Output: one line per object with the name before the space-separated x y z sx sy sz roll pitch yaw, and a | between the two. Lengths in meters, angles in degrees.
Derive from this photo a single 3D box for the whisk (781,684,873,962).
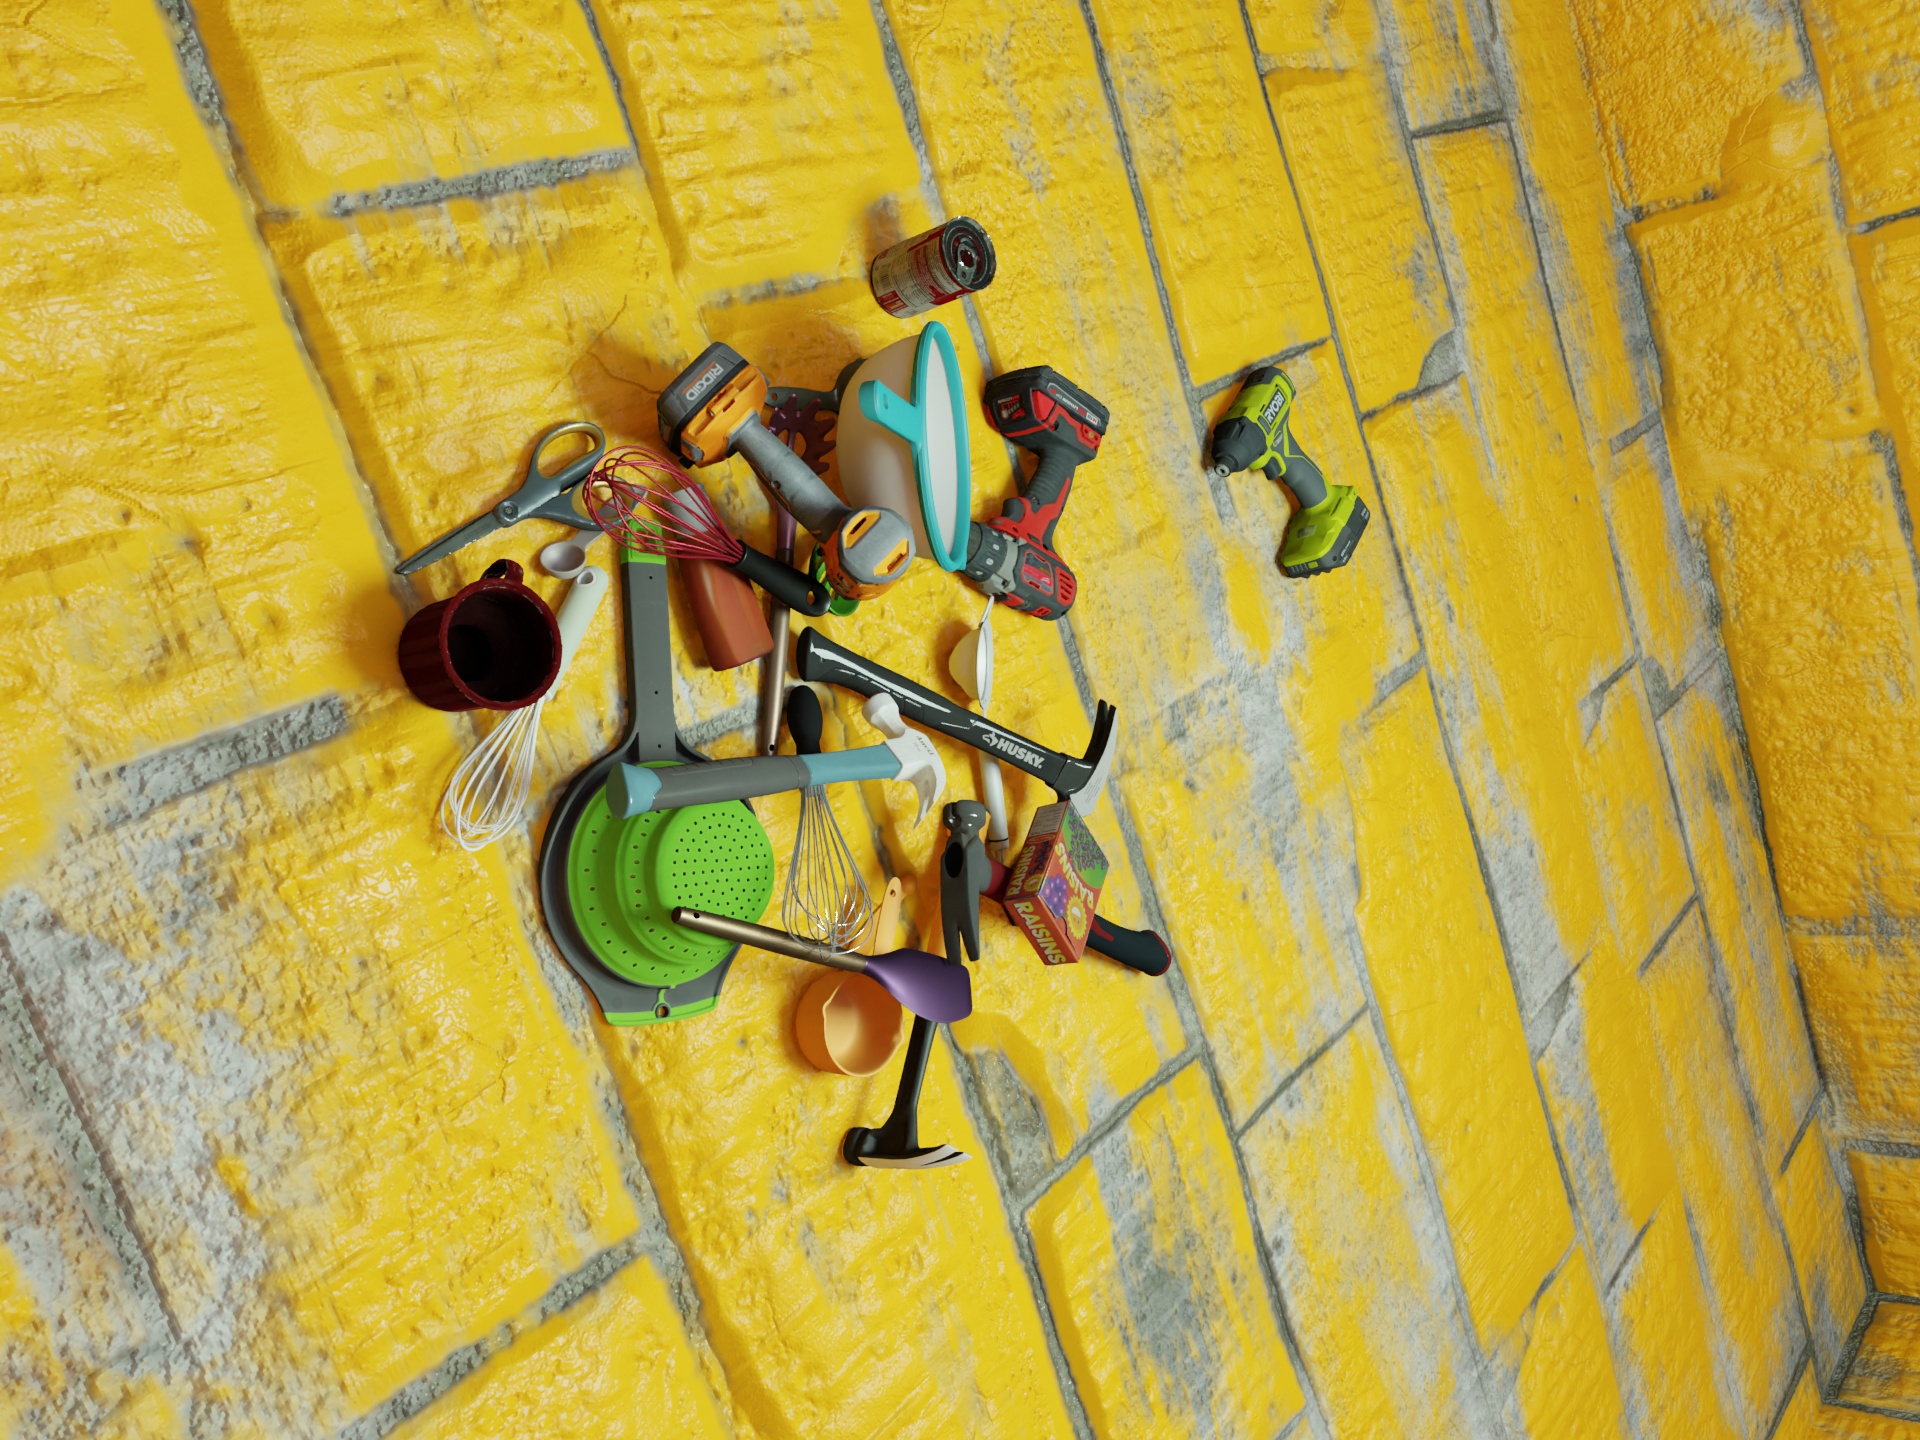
whisk | -0.117 0.073 1.273 0.070 0.070 0.285 33 30 -37

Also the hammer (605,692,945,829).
hammer | -0.134 0.039 1.219 0.331 0.033 0.128 -6 49 -50

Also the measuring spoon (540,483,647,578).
measuring spoon | -0.282 -0.146 1.241 0.124 0.034 0.018 -54 162 -40

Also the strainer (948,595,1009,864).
strainer | 0.022 0.013 1.503 0.087 0.050 0.258 -37 121 -76

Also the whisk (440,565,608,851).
whisk | -0.316 -0.014 1.176 0.059 0.058 0.246 76 28 -58

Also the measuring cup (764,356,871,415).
measuring cup | -0.105 -0.289 1.417 0.167 0.038 0.083 -9 91 -47

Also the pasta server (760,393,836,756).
pasta server | -0.149 -0.120 1.354 0.060 0.040 0.316 8 80 -23

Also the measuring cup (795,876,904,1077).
measuring cup | -0.089 0.218 1.361 0.095 0.052 0.174 31 62 -38

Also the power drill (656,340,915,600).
power drill | -0.137 -0.185 1.278 0.226 0.164 0.084 43 80 -4

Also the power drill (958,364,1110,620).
power drill | 0.051 -0.227 1.541 0.187 0.080 0.227 25 71 -40

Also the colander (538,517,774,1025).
colander | -0.216 0.035 1.227 0.204 0.094 0.397 0 85 -45

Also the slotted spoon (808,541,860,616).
slotted spoon | -0.066 -0.217 1.457 0.070 0.031 0.314 52 51 -34

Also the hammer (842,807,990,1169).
hammer | -0.016 0.225 1.397 0.034 0.127 0.337 35 56 -37

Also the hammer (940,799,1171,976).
hammer | 0.099 0.199 1.493 0.385 0.038 0.143 32 50 -50

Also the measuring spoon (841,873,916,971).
measuring spoon | -0.071 0.180 1.409 0.021 0.011 0.117 56 51 -24

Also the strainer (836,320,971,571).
strainer | -0.066 -0.230 1.300 0.340 0.095 0.211 -4 92 -78

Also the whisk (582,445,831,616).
whisk | -0.187 -0.136 1.232 0.295 0.073 0.073 28 65 -57

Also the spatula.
spatula | -0.097 0.188 1.248 0.315 0.018 0.060 24 51 -42

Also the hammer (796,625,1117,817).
hammer | -0.002 -0.005 1.435 0.334 0.035 0.146 26 94 -27

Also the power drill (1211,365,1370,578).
power drill | 0.381 -0.282 1.873 0.223 0.080 0.171 50 53 -23
